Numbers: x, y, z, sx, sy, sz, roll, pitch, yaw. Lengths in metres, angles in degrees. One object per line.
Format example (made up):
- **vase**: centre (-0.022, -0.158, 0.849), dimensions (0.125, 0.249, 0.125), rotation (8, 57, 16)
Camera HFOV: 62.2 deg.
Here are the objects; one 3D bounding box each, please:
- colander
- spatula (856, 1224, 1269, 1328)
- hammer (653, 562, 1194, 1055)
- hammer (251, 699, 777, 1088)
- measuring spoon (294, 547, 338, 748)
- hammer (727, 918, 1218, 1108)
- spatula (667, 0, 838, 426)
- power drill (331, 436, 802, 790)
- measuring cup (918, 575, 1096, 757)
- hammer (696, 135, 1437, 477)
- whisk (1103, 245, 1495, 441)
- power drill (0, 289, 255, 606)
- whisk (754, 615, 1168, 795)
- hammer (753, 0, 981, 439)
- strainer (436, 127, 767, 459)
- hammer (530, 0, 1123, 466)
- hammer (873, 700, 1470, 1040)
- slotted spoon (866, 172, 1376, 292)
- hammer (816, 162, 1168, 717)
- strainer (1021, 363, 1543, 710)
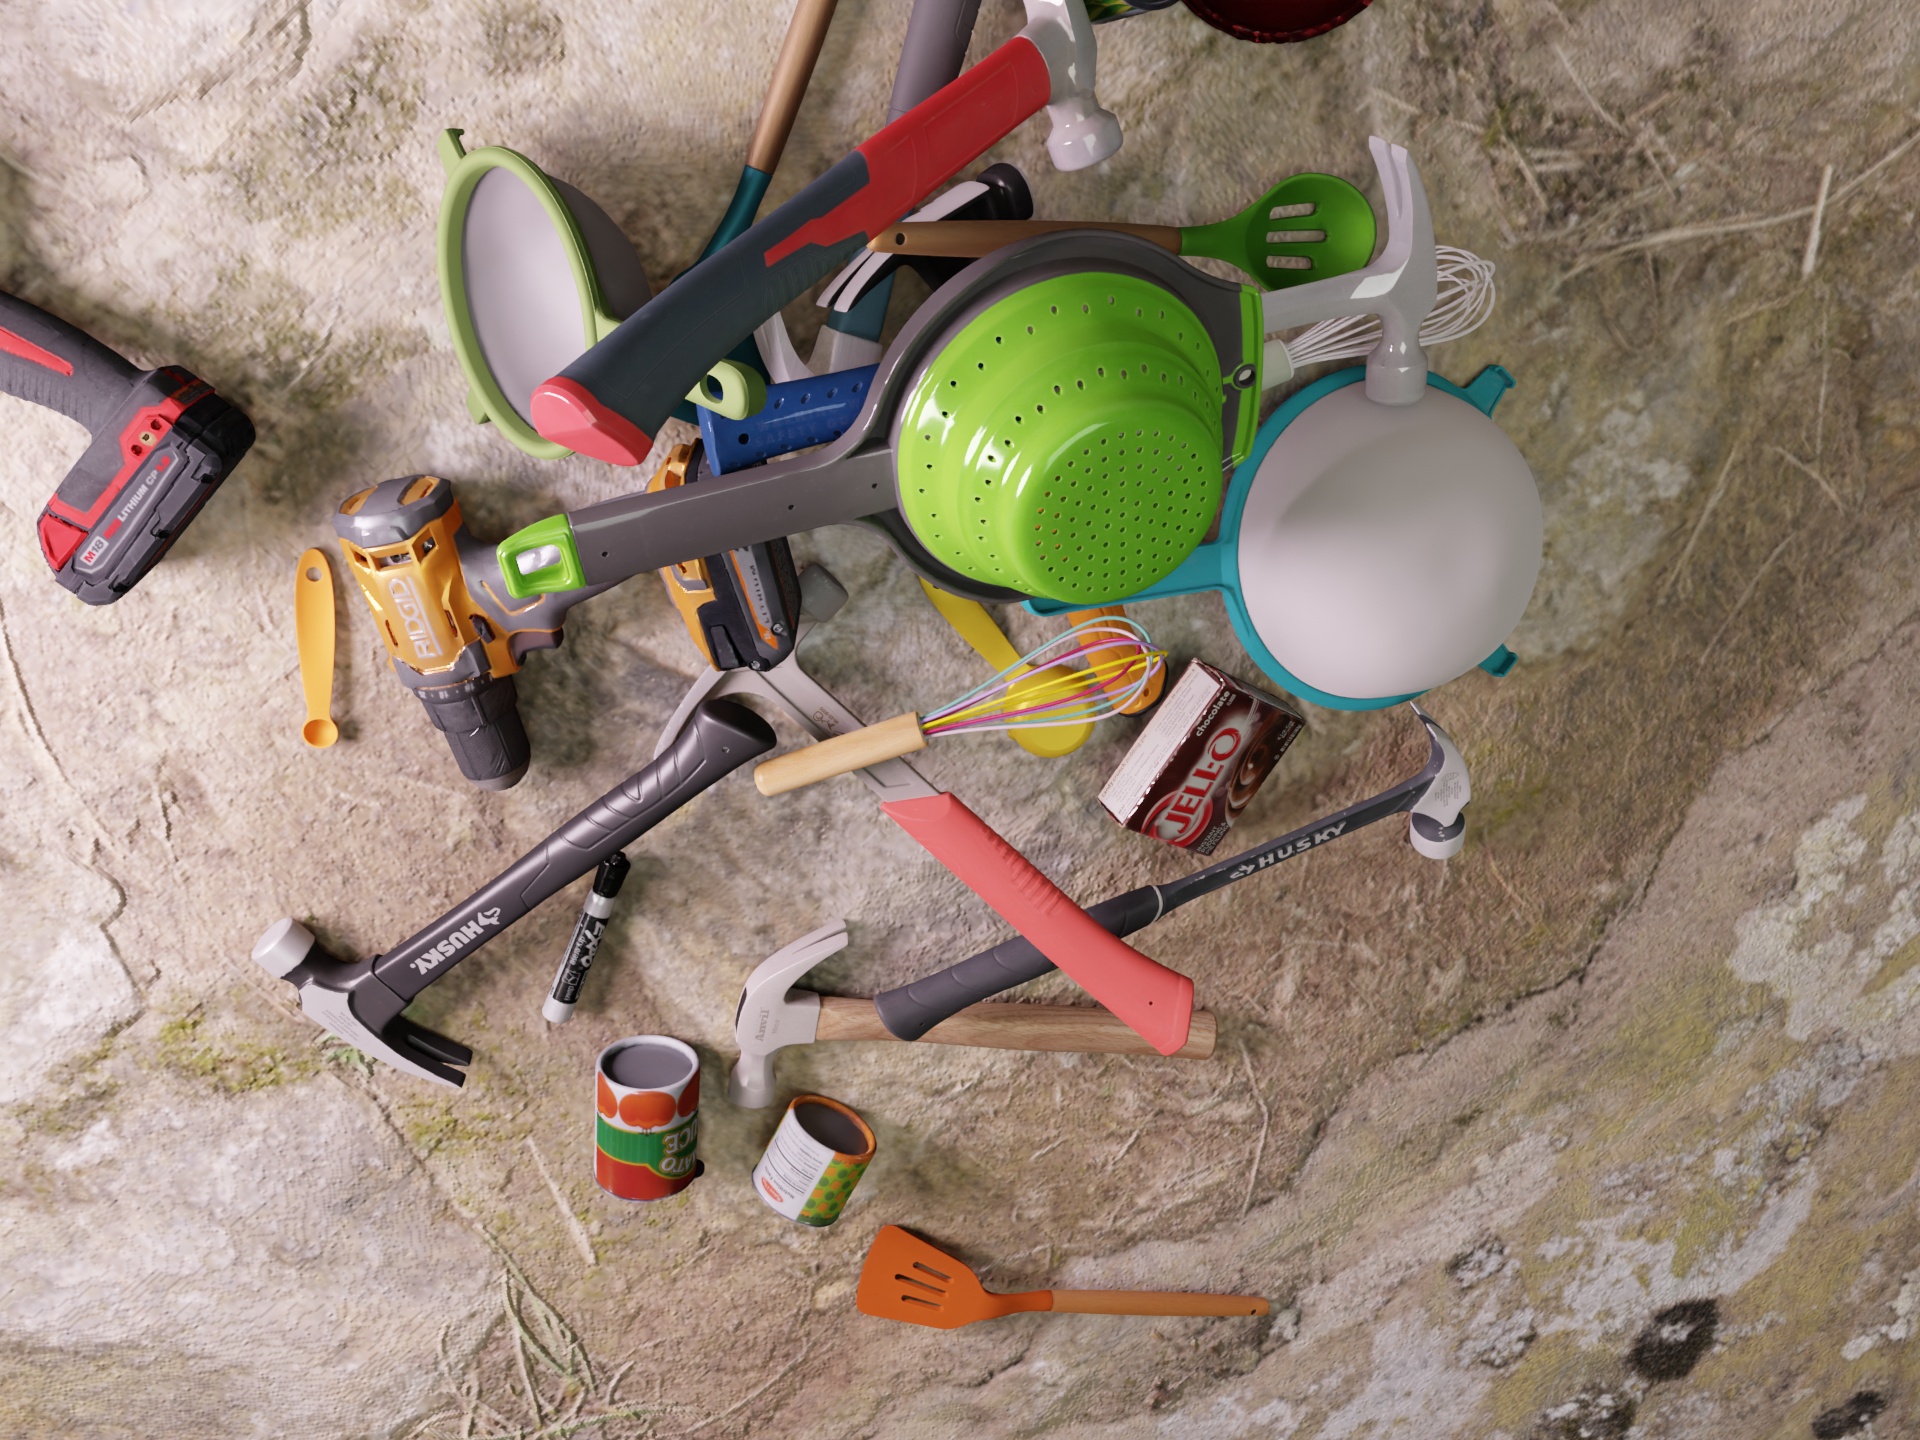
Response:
- **colander**: centre (-0.017, -0.102, 0.760), dimensions (0.397, 0.095, 0.204), rotation (-16, 133, -12)
- **spatula**: centre (0.085, 0.424, 1.181), dimensions (0.322, 0.041, 0.081), rotation (10, 111, -20)
- **hammer**: centre (-0.006, 0.078, 0.946), dimensions (0.359, 0.037, 0.149), rotation (42, 98, -5)
- **hammer**: centre (-0.244, 0.095, 0.933), dimensions (0.335, 0.035, 0.146), rotation (-34, 115, 14)
- **measuring spoon**: centre (-0.361, -0.040, 0.892), dimensions (0.021, 0.011, 0.117), rotation (1, 109, -13)
- **hammer**: centre (0.016, 0.202, 1.065), dimensions (0.331, 0.031, 0.130), rotation (5, 112, -15)
- **spatula**: centre (-0.089, -0.306, 0.818), dimensions (0.082, 0.044, 0.317), rotation (10, 110, -38)
- **power drill**: centre (-0.204, -0.055, 0.870), dimensions (0.226, 0.084, 0.185), rotation (-10, 120, 4)
- **measuring cup**: centre (0.027, -0.036, 0.965), dimensions (0.062, 0.029, 0.156), rotation (-40, 117, 6)
- **hammer**: centre (0.066, -0.195, 0.817), dimensions (0.405, 0.035, 0.144), rotation (-15, 125, -14)
- **whisk**: centre (0.195, -0.213, 0.922), dimensions (0.246, 0.059, 0.058), rotation (-22, 78, 2)
- **power drill**: centre (-0.480, -0.163, 0.778), dimensions (0.219, 0.079, 0.143), rotation (40, 100, -21)
- **whisk**: centre (-0.002, -0.003, 0.892), dimensions (0.245, 0.047, 0.051), rotation (-18, 112, 8)
- **hammer**: centre (-0.023, -0.312, 0.824), dimensions (0.128, 0.033, 0.331), rotation (6, 109, -38)
- **strainer**: centre (-0.160, -0.192, 0.766), dimensions (0.069, 0.257, 0.151), rotation (-24, 129, -39)
- **hammer**: centre (-0.051, -0.241, 0.691), dimensions (0.386, 0.038, 0.143), rotation (-49, 127, -36)
- **hammer**: centre (0.138, 0.108, 1.010), dimensions (0.409, 0.036, 0.149), rotation (-23, 141, -4)
- **slotted spoon**: centre (0.092, -0.257, 0.844), dimensions (0.313, 0.031, 0.070), rotation (-9, 112, -28)
- **hammer**: centre (0.042, -0.130, 0.900), dimensions (0.127, 0.034, 0.336), rotation (-38, 125, -16)
- **strainer**: centre (0.205, -0.091, 0.910), dimensions (0.340, 0.095, 0.211), rotation (-10, 104, -19)
